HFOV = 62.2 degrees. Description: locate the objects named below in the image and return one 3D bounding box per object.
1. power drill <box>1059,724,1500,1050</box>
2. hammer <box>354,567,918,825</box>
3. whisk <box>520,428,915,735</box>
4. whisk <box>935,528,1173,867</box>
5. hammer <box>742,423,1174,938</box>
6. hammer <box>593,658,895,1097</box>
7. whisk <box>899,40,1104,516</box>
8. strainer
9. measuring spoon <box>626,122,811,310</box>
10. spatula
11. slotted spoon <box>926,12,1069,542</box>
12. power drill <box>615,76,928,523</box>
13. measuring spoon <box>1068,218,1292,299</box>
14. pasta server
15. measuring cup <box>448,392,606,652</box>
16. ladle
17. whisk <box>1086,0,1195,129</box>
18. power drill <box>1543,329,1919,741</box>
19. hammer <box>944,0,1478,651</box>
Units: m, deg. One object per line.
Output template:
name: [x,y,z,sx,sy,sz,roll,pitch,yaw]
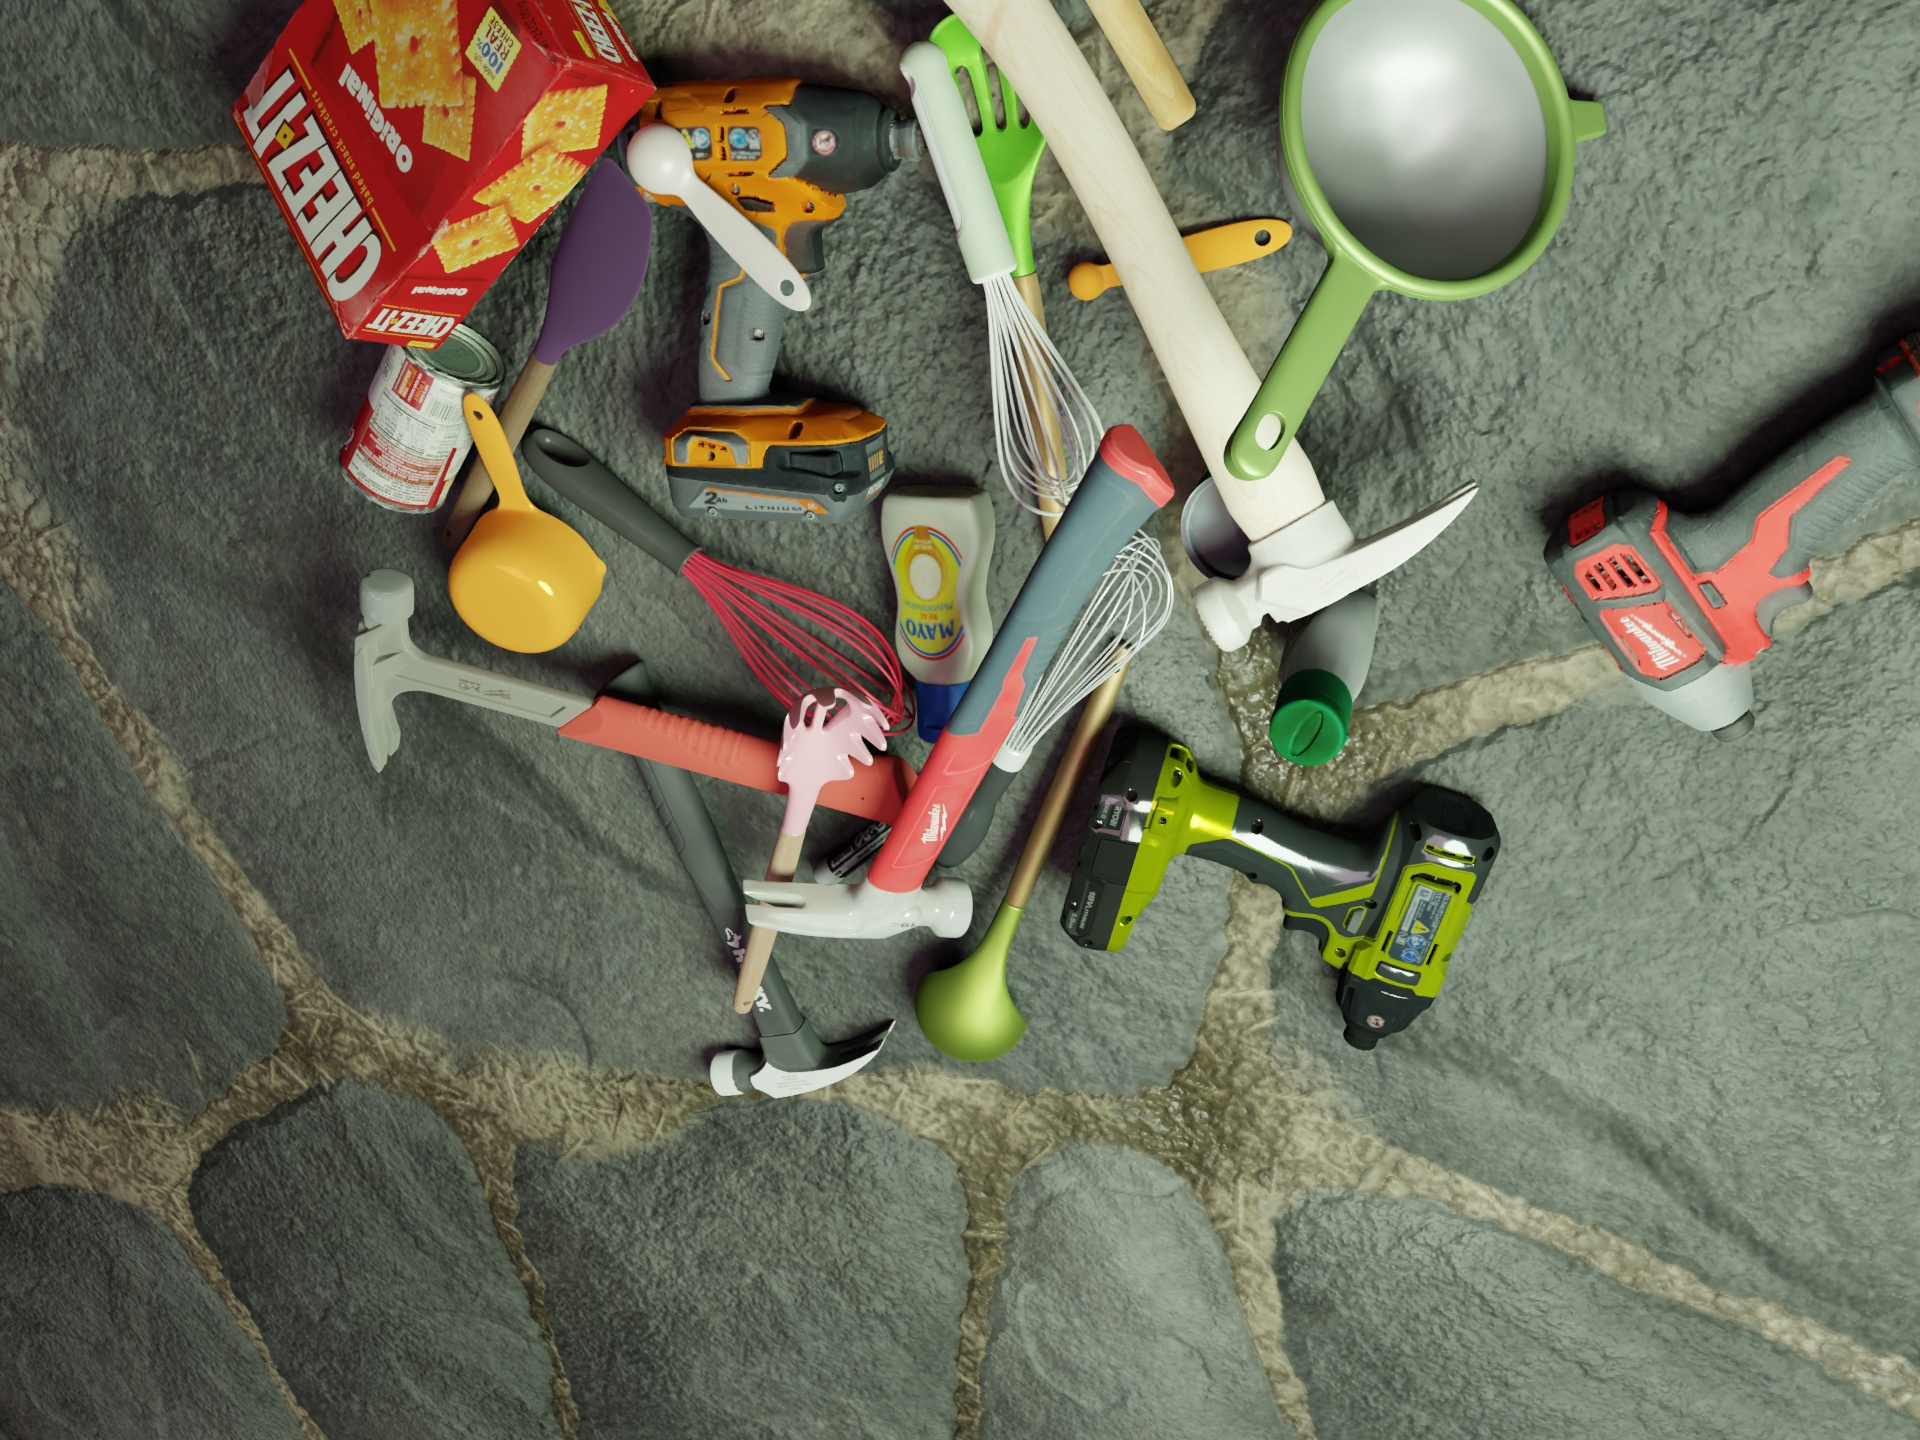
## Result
power drill: [0.180,0.101,0.936,0.223,0.080,0.171,17,120,6]
hammer: [-0.203,0.013,0.995,0.359,0.037,0.149,15,130,2]
whisk: [-0.148,-0.084,0.962,0.296,0.073,0.073,37,122,4]
whisk: [0.042,-0.005,0.935,0.070,0.070,0.284,31,129,1]
hammer: [-0.001,-0.003,0.860,0.143,0.038,0.386,6,136,-23]
hammer: [-0.160,0.112,1.079,0.146,0.035,0.334,-12,112,24]
whisk: [0.019,-0.220,0.811,0.059,0.058,0.246,-23,108,-6]
strainer: [0.175,-0.215,0.723,0.151,0.069,0.256,32,81,-15]
measuring spoon: [-0.123,-0.253,0.806,0.124,0.018,0.034,45,115,-1]
spatula: [-0.248,-0.193,0.922,0.060,0.018,0.316,53,134,6]
slotted spoon: [0.034,-0.213,0.851,0.070,0.031,0.313,-1,117,19]
power drill: [-0.092,-0.225,0.857,0.164,0.084,0.226,4,113,17]
measuring spoon: [0.111,-0.236,0.815,0.117,0.011,0.021,-10,115,16]
pasta server: [-0.107,0.090,0.982,0.060,0.040,0.316,0,135,-22]
measuring cup: [-0.278,-0.113,0.962,0.095,0.052,0.173,6,137,13]
ladle: [0.046,0.087,1.000,0.078,0.062,0.320,25,114,8]
whisk: [0.044,-0.391,0.748,0.047,0.051,0.244,-28,108,22]
power drill: [0.413,-0.084,0.763,0.219,0.078,0.143,-32,103,32]
hammer: [0.091,-0.241,0.761,0.146,0.038,0.410,-28,98,19]
